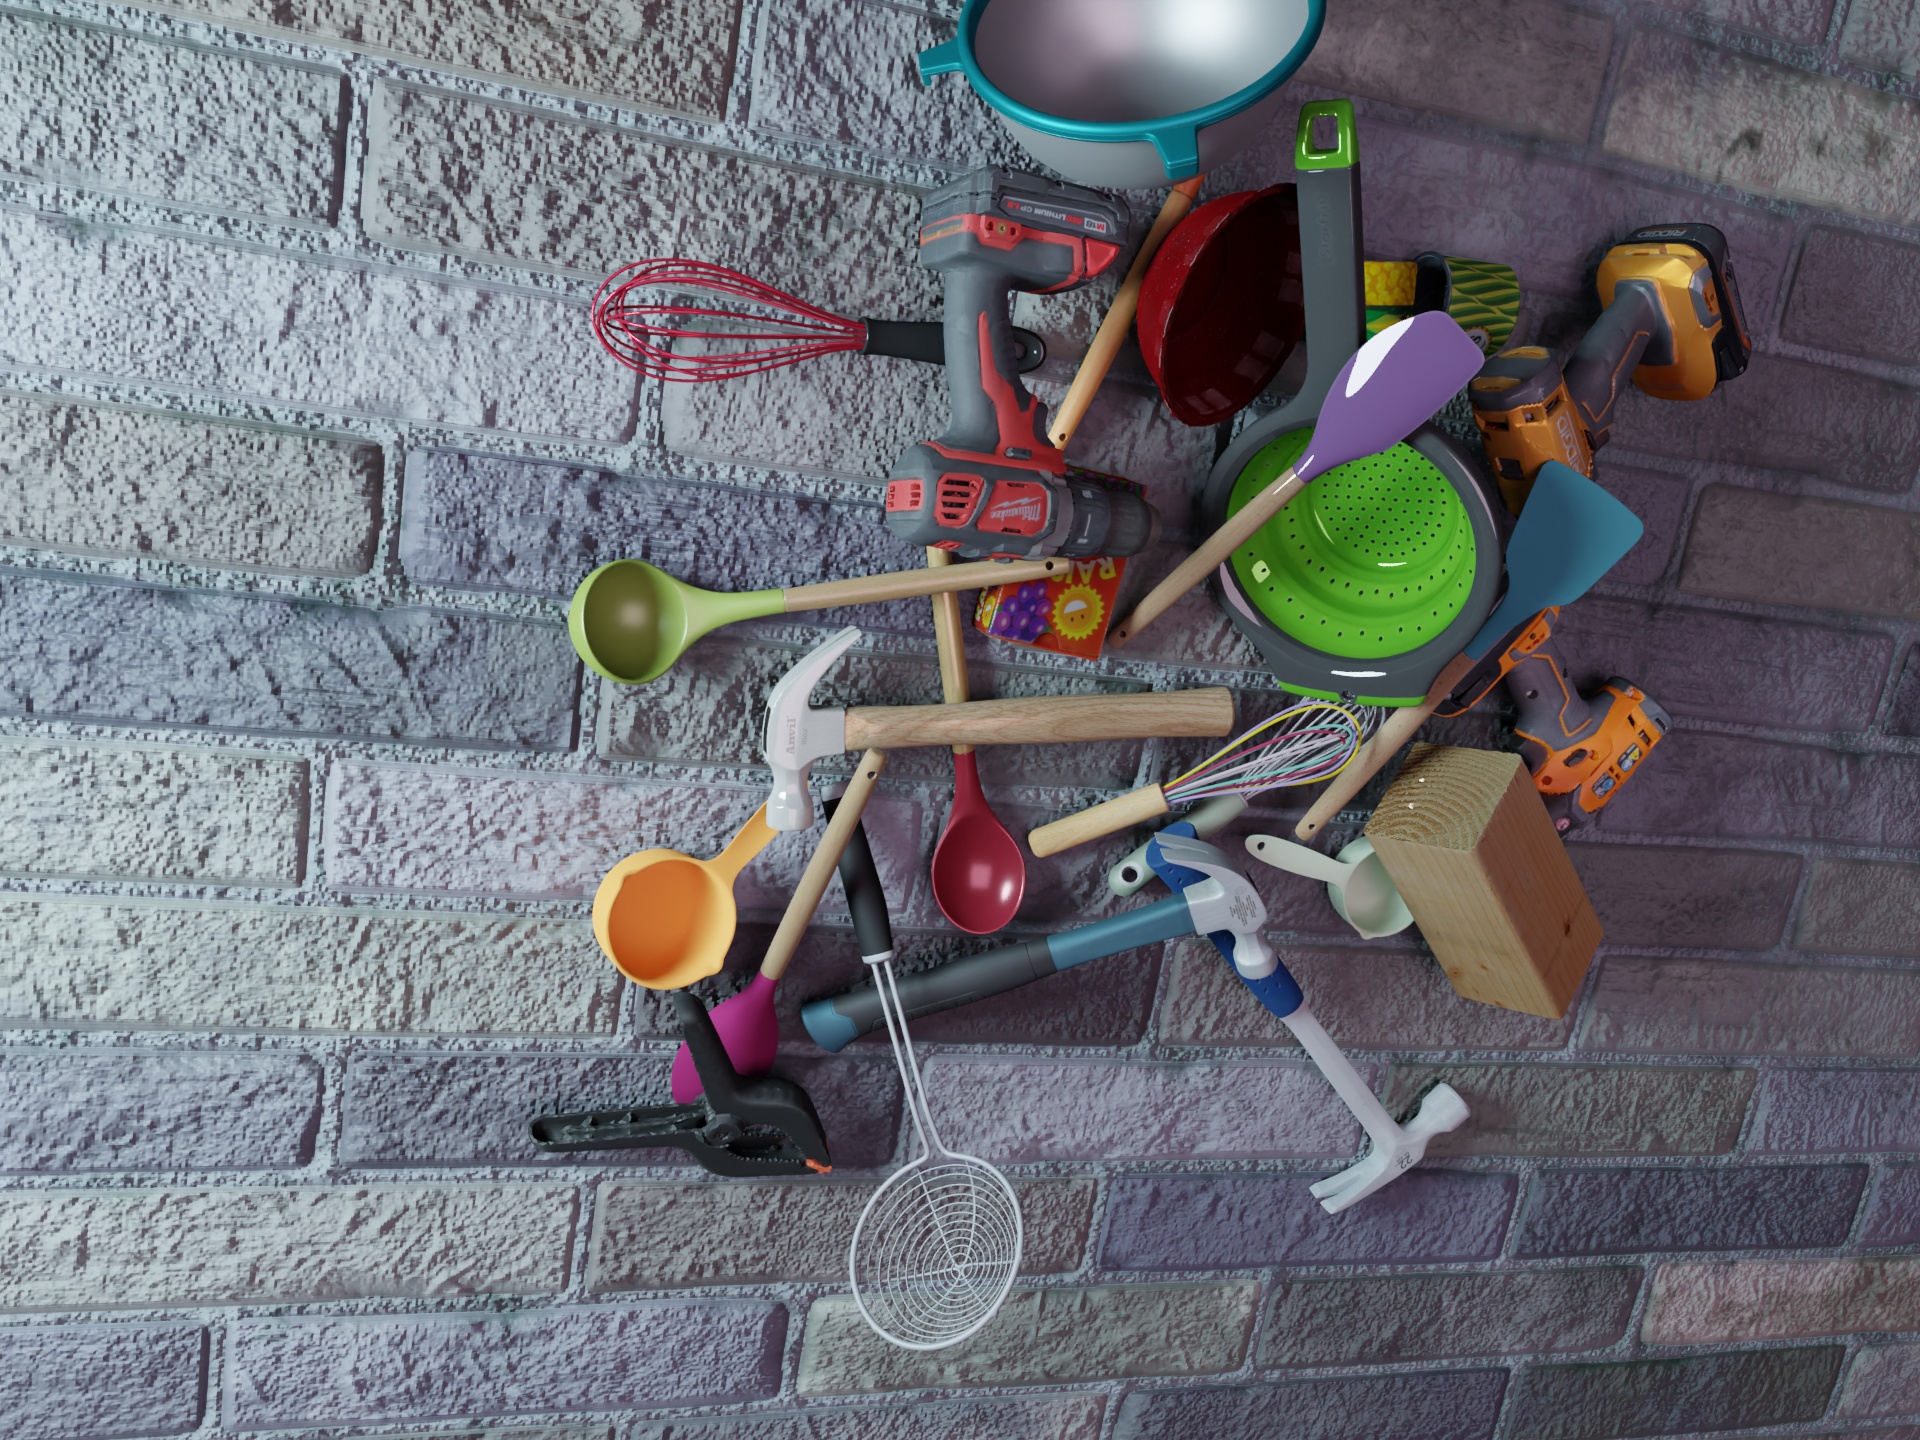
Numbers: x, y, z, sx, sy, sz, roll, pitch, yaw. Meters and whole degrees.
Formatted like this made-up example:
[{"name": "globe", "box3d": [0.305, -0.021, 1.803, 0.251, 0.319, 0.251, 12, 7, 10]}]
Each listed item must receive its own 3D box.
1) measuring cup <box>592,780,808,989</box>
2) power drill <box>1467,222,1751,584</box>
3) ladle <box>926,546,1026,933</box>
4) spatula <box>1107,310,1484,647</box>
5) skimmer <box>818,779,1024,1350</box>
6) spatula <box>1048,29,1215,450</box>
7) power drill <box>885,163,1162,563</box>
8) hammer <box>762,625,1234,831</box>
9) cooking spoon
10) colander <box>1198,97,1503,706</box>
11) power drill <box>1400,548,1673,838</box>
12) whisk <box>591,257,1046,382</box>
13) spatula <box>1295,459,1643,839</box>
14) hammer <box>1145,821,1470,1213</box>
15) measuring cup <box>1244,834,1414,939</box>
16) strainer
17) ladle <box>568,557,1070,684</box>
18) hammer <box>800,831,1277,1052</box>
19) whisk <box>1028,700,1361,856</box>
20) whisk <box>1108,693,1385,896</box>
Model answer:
[{"name": "measuring cup", "box3d": [-0.170, 0.098, 1.057, 0.173, 0.052, 0.095, -47, 115, -17]}, {"name": "power drill", "box3d": [0.457, -0.217, 1.114, 0.226, 0.084, 0.185, -43, 122, -18]}, {"name": "ladle", "box3d": [-0.002, -0.003, 1.089, 0.069, 0.031, 0.315, -11, 107, -15]}, {"name": "spatula", "box3d": [0.199, -0.144, 1.024, 0.060, 0.018, 0.316, 47, 126, 1]}, {"name": "skimmer", "box3d": [-0.049, 0.220, 1.047, 0.127, 0.090, 0.363, -15, 89, 21]}, {"name": "spatula", "box3d": [0.131, -0.321, 1.040, 0.081, 0.041, 0.322, 23, 102, -22]}, {"name": "power drill", "box3d": [0.051, -0.209, 0.986, 0.187, 0.080, 0.227, 3, 93, -31]}, {"name": "hammer", "box3d": [0.031, -0.002, 1.071, 0.331, 0.031, 0.130, -3, 104, -18]}, {"name": "cooking spoon", "box3d": [-0.118, 0.150, 1.063, 0.068, 0.017, 0.318, 17, 115, -22]}, {"name": "colander", "box3d": [0.260, -0.204, 1.039, 0.094, 0.204, 0.396, -44, 133, -46]}, {"name": "power drill", "box3d": [0.419, -0.003, 1.196, 0.226, 0.084, 0.164, 40, 93, -27]}, {"name": "whisk", "box3d": [-0.080, -0.238, 0.981, 0.295, 0.073, 0.073, -1, 106, -24]}, {"name": "spatula", "box3d": [0.336, -0.032, 1.104, 0.082, 0.044, 0.317, 33, 118, -6]}, {"name": "hammer", "box3d": [0.253, 0.229, 1.216, 0.144, 0.035, 0.405, -40, 119, -3]}, {"name": "measuring cup", "box3d": [0.279, 0.110, 1.208, 0.167, 0.038, 0.083, 19, 99, -20]}, {"name": "strainer", "box3d": [0.147, -0.430, 0.968, 0.340, 0.211, 0.095, -49, 153, -20]}, {"name": "ladle", "box3d": [-0.084, -0.079, 1.004, 0.320, 0.062, 0.078, -8, 98, -8]}, {"name": "hammer", "box3d": [0.051, 0.169, 1.112, 0.331, 0.033, 0.128, -18, 119, 3]}, {"name": "whisk", "box3d": [0.165, 0.050, 1.121, 0.245, 0.051, 0.047, -21, 127, 8]}, {"name": "whisk", "box3d": [0.209, 0.050, 1.165, 0.246, 0.059, 0.058, -37, 77, 0]}]
